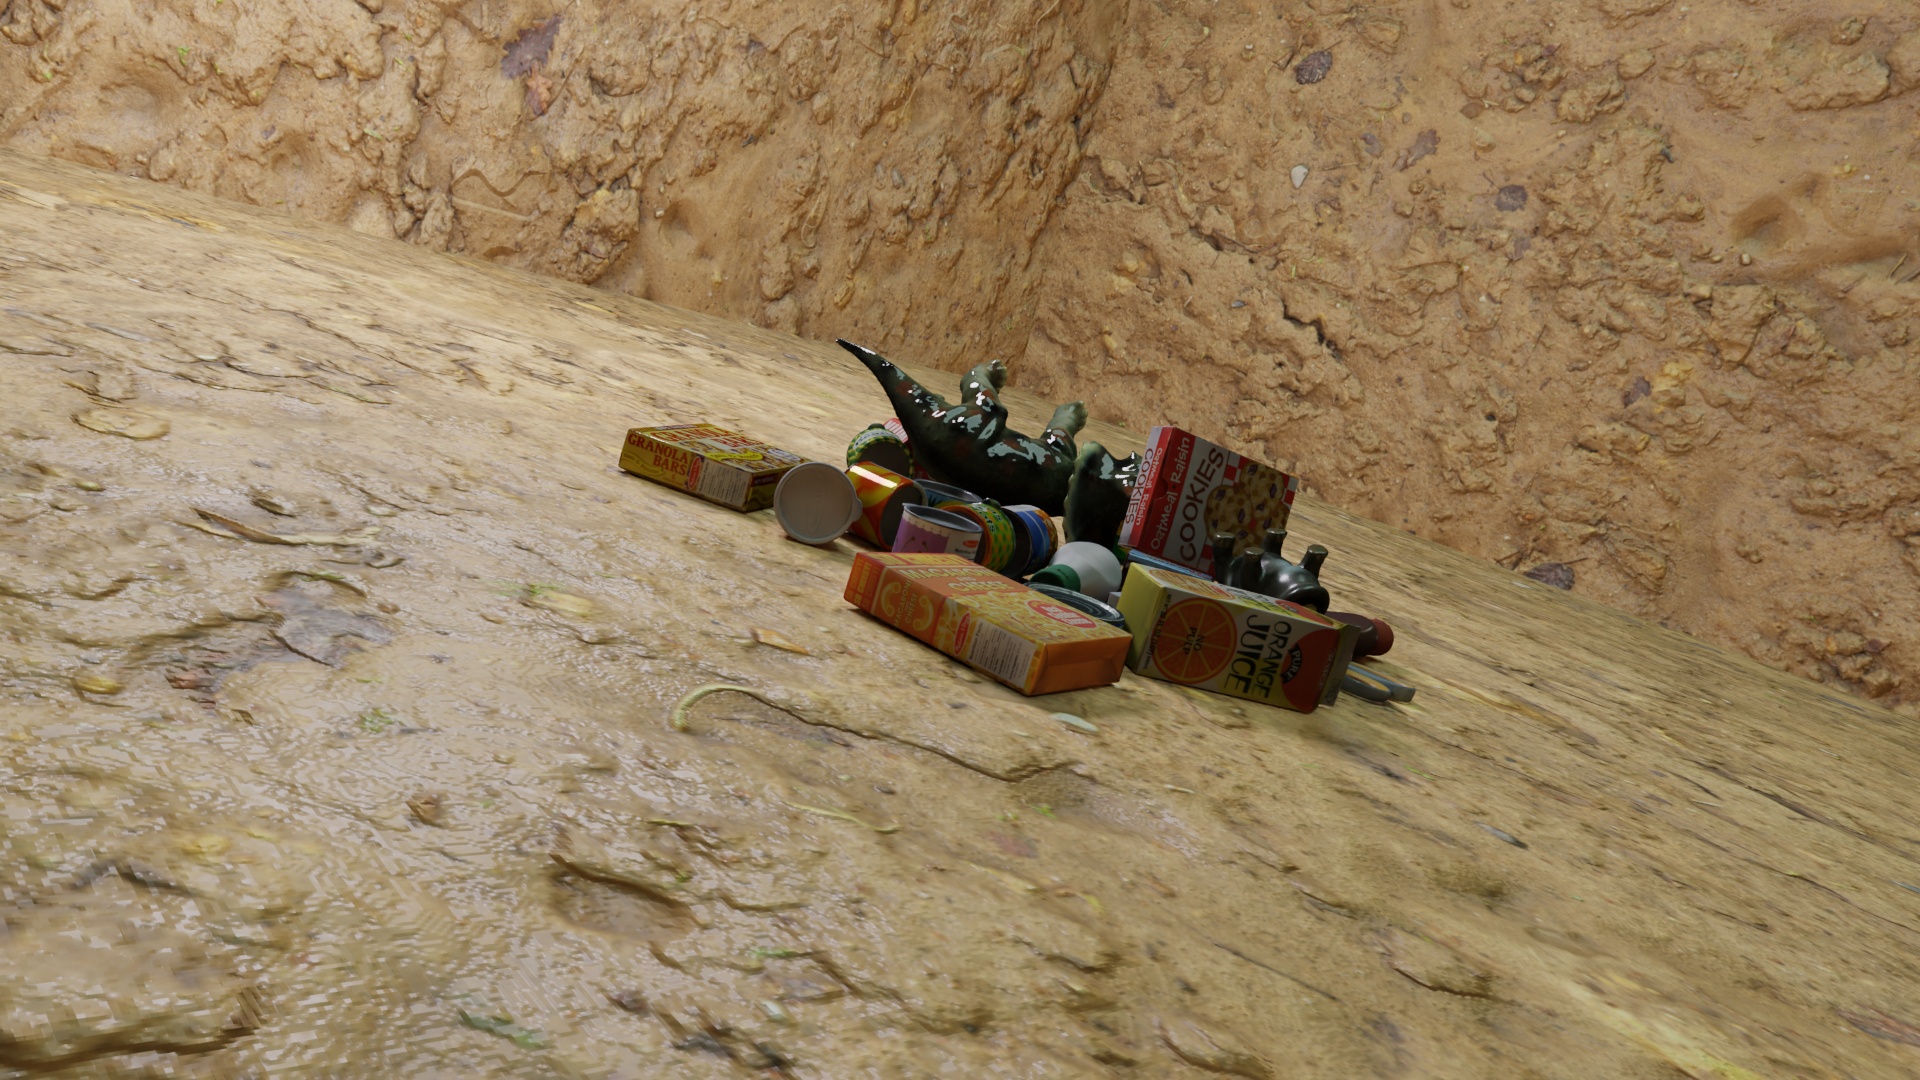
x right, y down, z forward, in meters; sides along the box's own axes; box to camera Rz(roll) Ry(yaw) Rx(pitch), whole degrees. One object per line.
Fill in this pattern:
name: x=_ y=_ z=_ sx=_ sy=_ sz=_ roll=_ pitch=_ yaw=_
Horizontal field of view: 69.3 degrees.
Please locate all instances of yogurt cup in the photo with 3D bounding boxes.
yogurt cup: x=-0.121 y=-0.032 z=1.158 sx=0.072 sy=0.072 sz=0.054 roll=16 pitch=1 yaw=-7

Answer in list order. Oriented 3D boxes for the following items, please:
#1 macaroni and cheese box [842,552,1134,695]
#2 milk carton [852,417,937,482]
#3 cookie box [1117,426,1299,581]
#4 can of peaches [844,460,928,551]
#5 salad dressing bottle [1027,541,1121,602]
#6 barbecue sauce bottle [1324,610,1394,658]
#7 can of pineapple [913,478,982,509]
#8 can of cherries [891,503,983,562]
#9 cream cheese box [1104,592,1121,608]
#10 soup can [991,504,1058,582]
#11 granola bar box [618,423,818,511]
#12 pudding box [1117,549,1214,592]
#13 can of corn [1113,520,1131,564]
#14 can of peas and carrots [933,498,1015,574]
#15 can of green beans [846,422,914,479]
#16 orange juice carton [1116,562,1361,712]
macaroni and cheese box: x=0.019 y=0.055 z=0.976 sx=0.166 sy=0.040 sz=0.124 roll=24 pitch=12 yaw=33
milk carton: x=-0.028 y=-0.090 z=1.596 sx=0.191 sy=0.073 sz=0.072 roll=10 pitch=12 yaw=-32
cookie box: x=0.245 y=-0.028 z=1.359 sx=0.167 sy=0.123 sz=0.040 roll=19 pitch=-6 yaw=-28
can of peaches: x=-0.072 y=-0.028 z=1.217 sx=0.058 sy=0.071 sz=0.071 roll=24 pitch=12 yaw=34
salad dressing bottle: x=0.098 y=0.034 z=1.212 sx=0.064 sy=0.044 sz=0.148 roll=40 pitch=19 yaw=14
barbecue sauce bottle: x=0.373 y=0.092 z=1.353 sx=0.065 sy=0.043 sz=0.149 roll=23 pitch=11 yaw=42
can of pineapple: x=-0.021 y=-0.020 z=1.266 sx=0.071 sy=0.057 sz=0.071 roll=16 pitch=9 yaw=-3
can of cherries: x=-0.023 y=0.008 z=1.112 sx=0.071 sy=0.058 sz=0.071 roll=16 pitch=11 yaw=-3
cream cheese box: x=0.178 y=0.073 z=1.190 sx=0.104 sy=0.024 sz=0.053 roll=23 pitch=10 yaw=29
soup can: x=0.045 y=0.005 z=1.234 sx=0.071 sy=0.071 sz=0.084 roll=20 pitch=9 yaw=18
granola bar box: x=-0.216 y=-0.069 z=1.266 sx=0.124 sy=0.039 sz=0.166 roll=19 pitch=10 yaw=11
pudding box: x=0.188 y=0.044 z=1.288 sx=0.084 sy=0.049 sz=0.030 roll=18 pitch=8 yaw=10
can of corn: x=0.175 y=-0.010 z=1.535 sx=0.071 sy=0.058 sz=0.071 roll=16 pitch=10 yaw=-3
can of peas and carrots: x=0.007 y=0.000 z=1.169 sx=0.071 sy=0.070 sz=0.059 roll=21 pitch=11 yaw=21
can of green beans: x=-0.086 y=-0.084 z=1.485 sx=0.071 sy=0.071 sz=0.058 roll=14 pitch=10 yaw=-15
orange juice carton: x=0.221 y=0.079 z=1.086 sx=0.193 sy=0.071 sz=0.073 roll=14 pitch=10 yaw=-15
